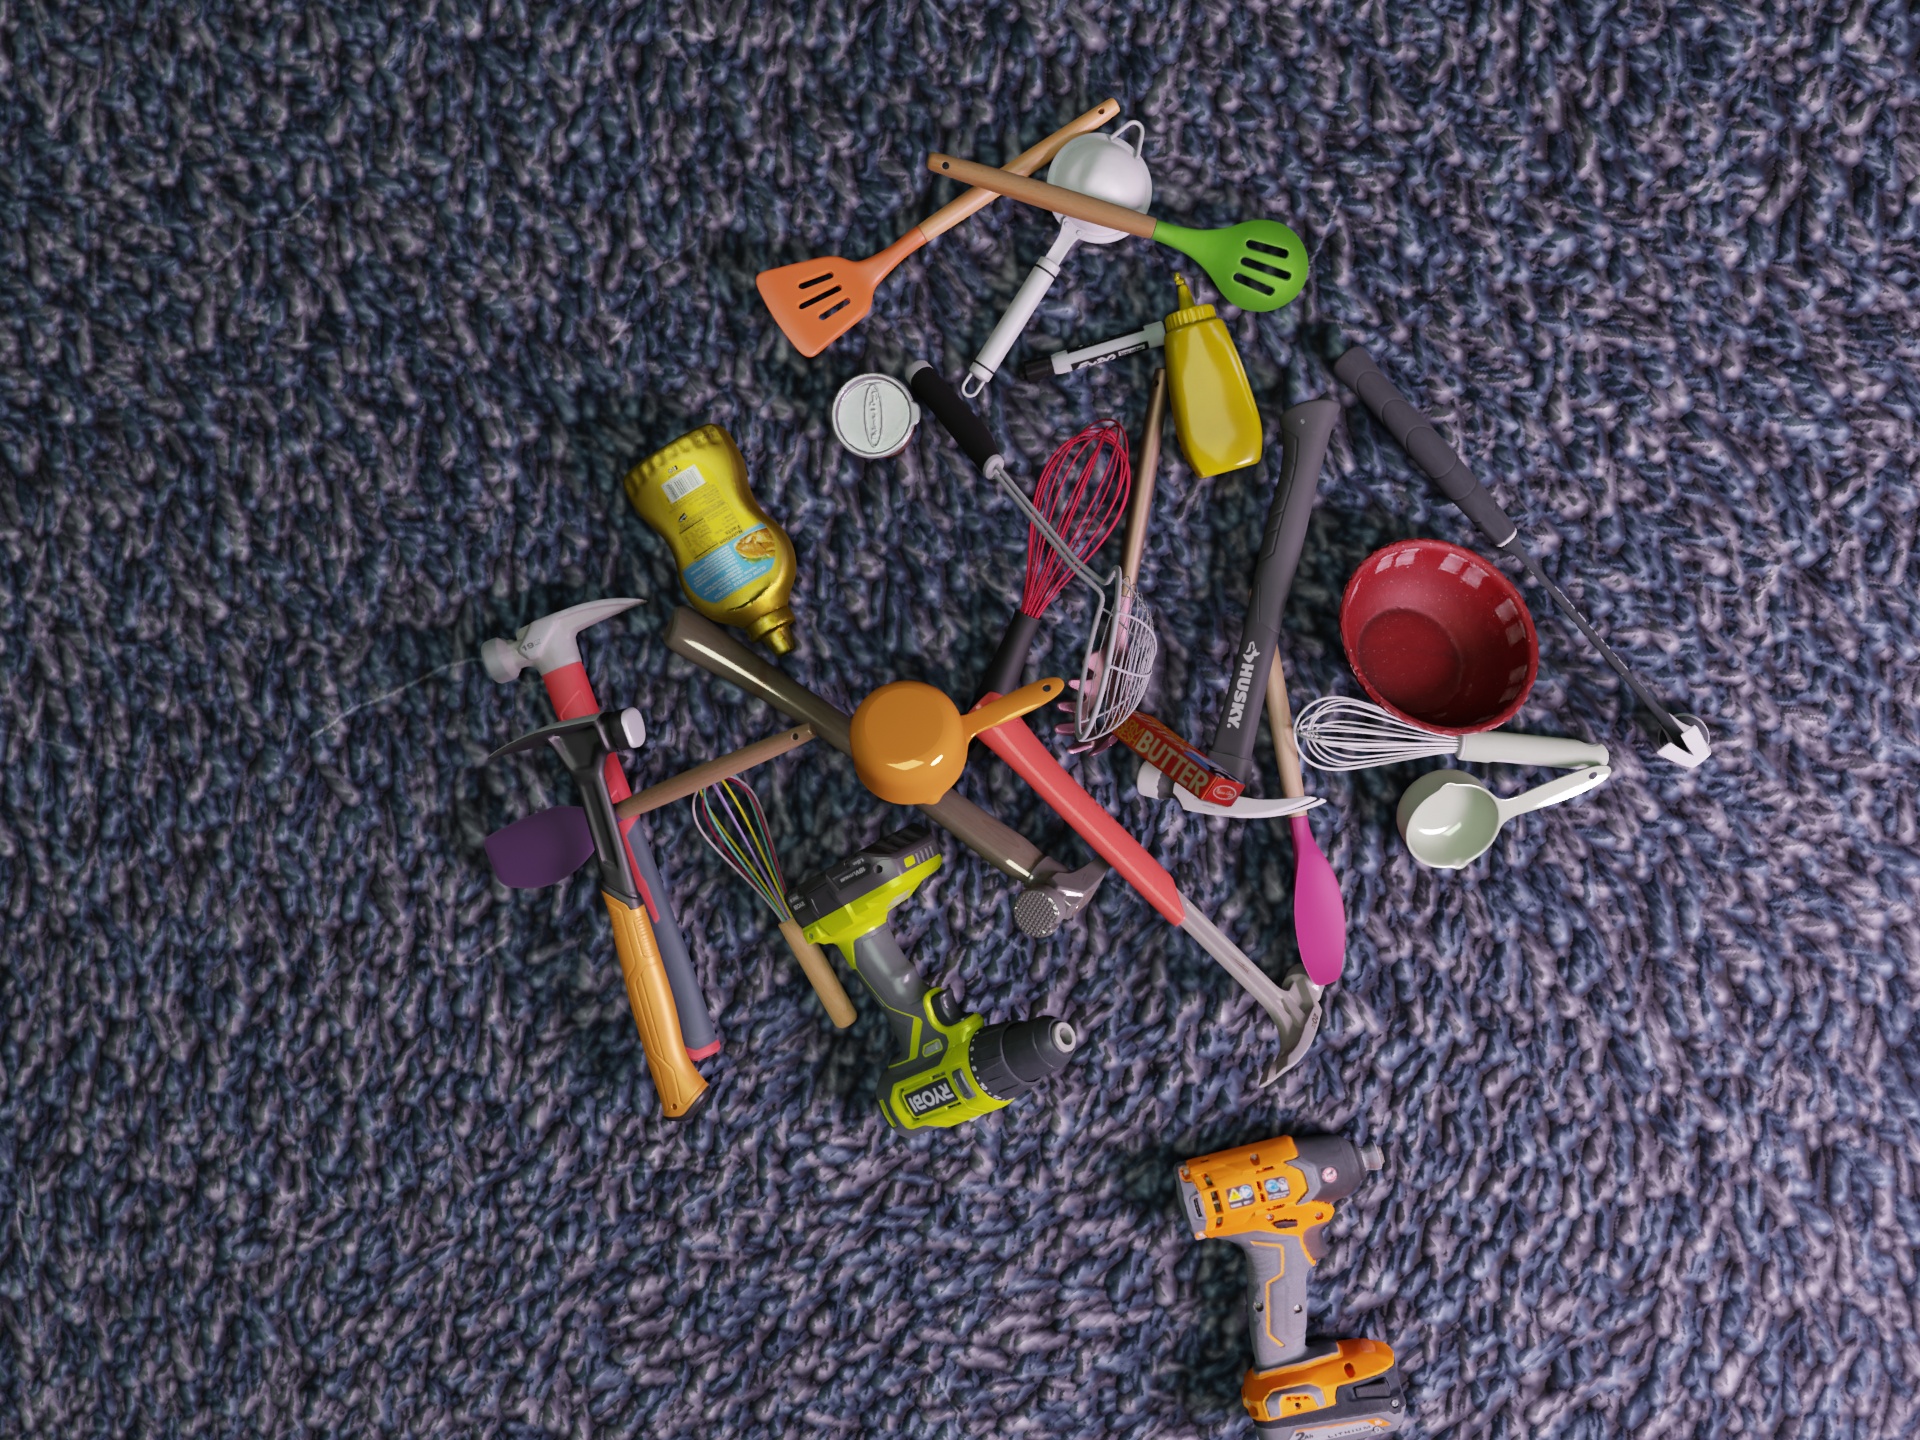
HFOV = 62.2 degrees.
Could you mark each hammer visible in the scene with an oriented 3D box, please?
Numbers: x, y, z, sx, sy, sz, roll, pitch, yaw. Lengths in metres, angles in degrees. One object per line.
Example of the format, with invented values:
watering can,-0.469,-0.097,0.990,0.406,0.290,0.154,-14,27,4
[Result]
hammer,-0.066,0.025,1.273,0.411,0.146,0.038,34,114,14
hammer,-0.265,0.091,1.320,0.143,0.038,0.386,-21,89,5
hammer,-0.272,0.162,1.271,0.127,0.034,0.337,-12,98,18
hammer,0.135,0.118,1.224,0.359,0.149,0.036,45,119,4
hammer,0.243,-0.086,1.237,0.146,0.035,0.335,14,91,34
hammer,0.424,-0.126,1.208,0.036,0.149,0.409,-42,80,20

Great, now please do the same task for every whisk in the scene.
whisk,0.062,-0.102,1.270,0.073,0.073,0.296,24,100,5
whisk,0.383,0.019,1.246,0.246,0.058,0.059,5,96,1
whisk,-0.153,0.144,1.312,0.047,0.051,0.245,-28,93,27

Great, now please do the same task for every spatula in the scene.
spatula,-0.011,-0.407,1.279,0.322,0.041,0.081,-33,87,5
spatula,-0.250,0.066,1.272,0.316,0.018,0.060,-23,91,19

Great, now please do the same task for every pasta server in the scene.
pasta server,0.132,-0.127,1.272,0.060,0.040,0.316,10,91,38

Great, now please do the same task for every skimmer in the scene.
skimmer,0.034,-0.144,1.201,0.090,0.127,0.364,-22,61,-25

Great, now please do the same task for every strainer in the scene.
strainer,0.076,-0.369,1.273,0.087,0.050,0.258,32,98,-10

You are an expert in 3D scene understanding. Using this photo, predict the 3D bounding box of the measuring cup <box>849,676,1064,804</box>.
measuring cup,-0.002,-0.004,1.196,0.173,0.052,0.095,-24,65,-5

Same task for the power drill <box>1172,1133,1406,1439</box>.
power drill,0.275,0.440,1.251,0.164,0.084,0.226,-16,86,6

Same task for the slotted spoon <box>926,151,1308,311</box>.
slotted spoon,0.125,-0.388,1.236,0.313,0.031,0.070,16,110,-6

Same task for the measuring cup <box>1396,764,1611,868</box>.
measuring cup,0.420,0.059,1.240,0.167,0.038,0.083,-19,119,0

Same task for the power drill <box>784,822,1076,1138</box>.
power drill,-0.024,0.203,1.245,0.190,0.080,0.228,-32,85,39

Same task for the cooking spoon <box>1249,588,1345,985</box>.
cooking spoon,0.263,0.051,1.264,0.017,0.068,0.319,-12,86,46
